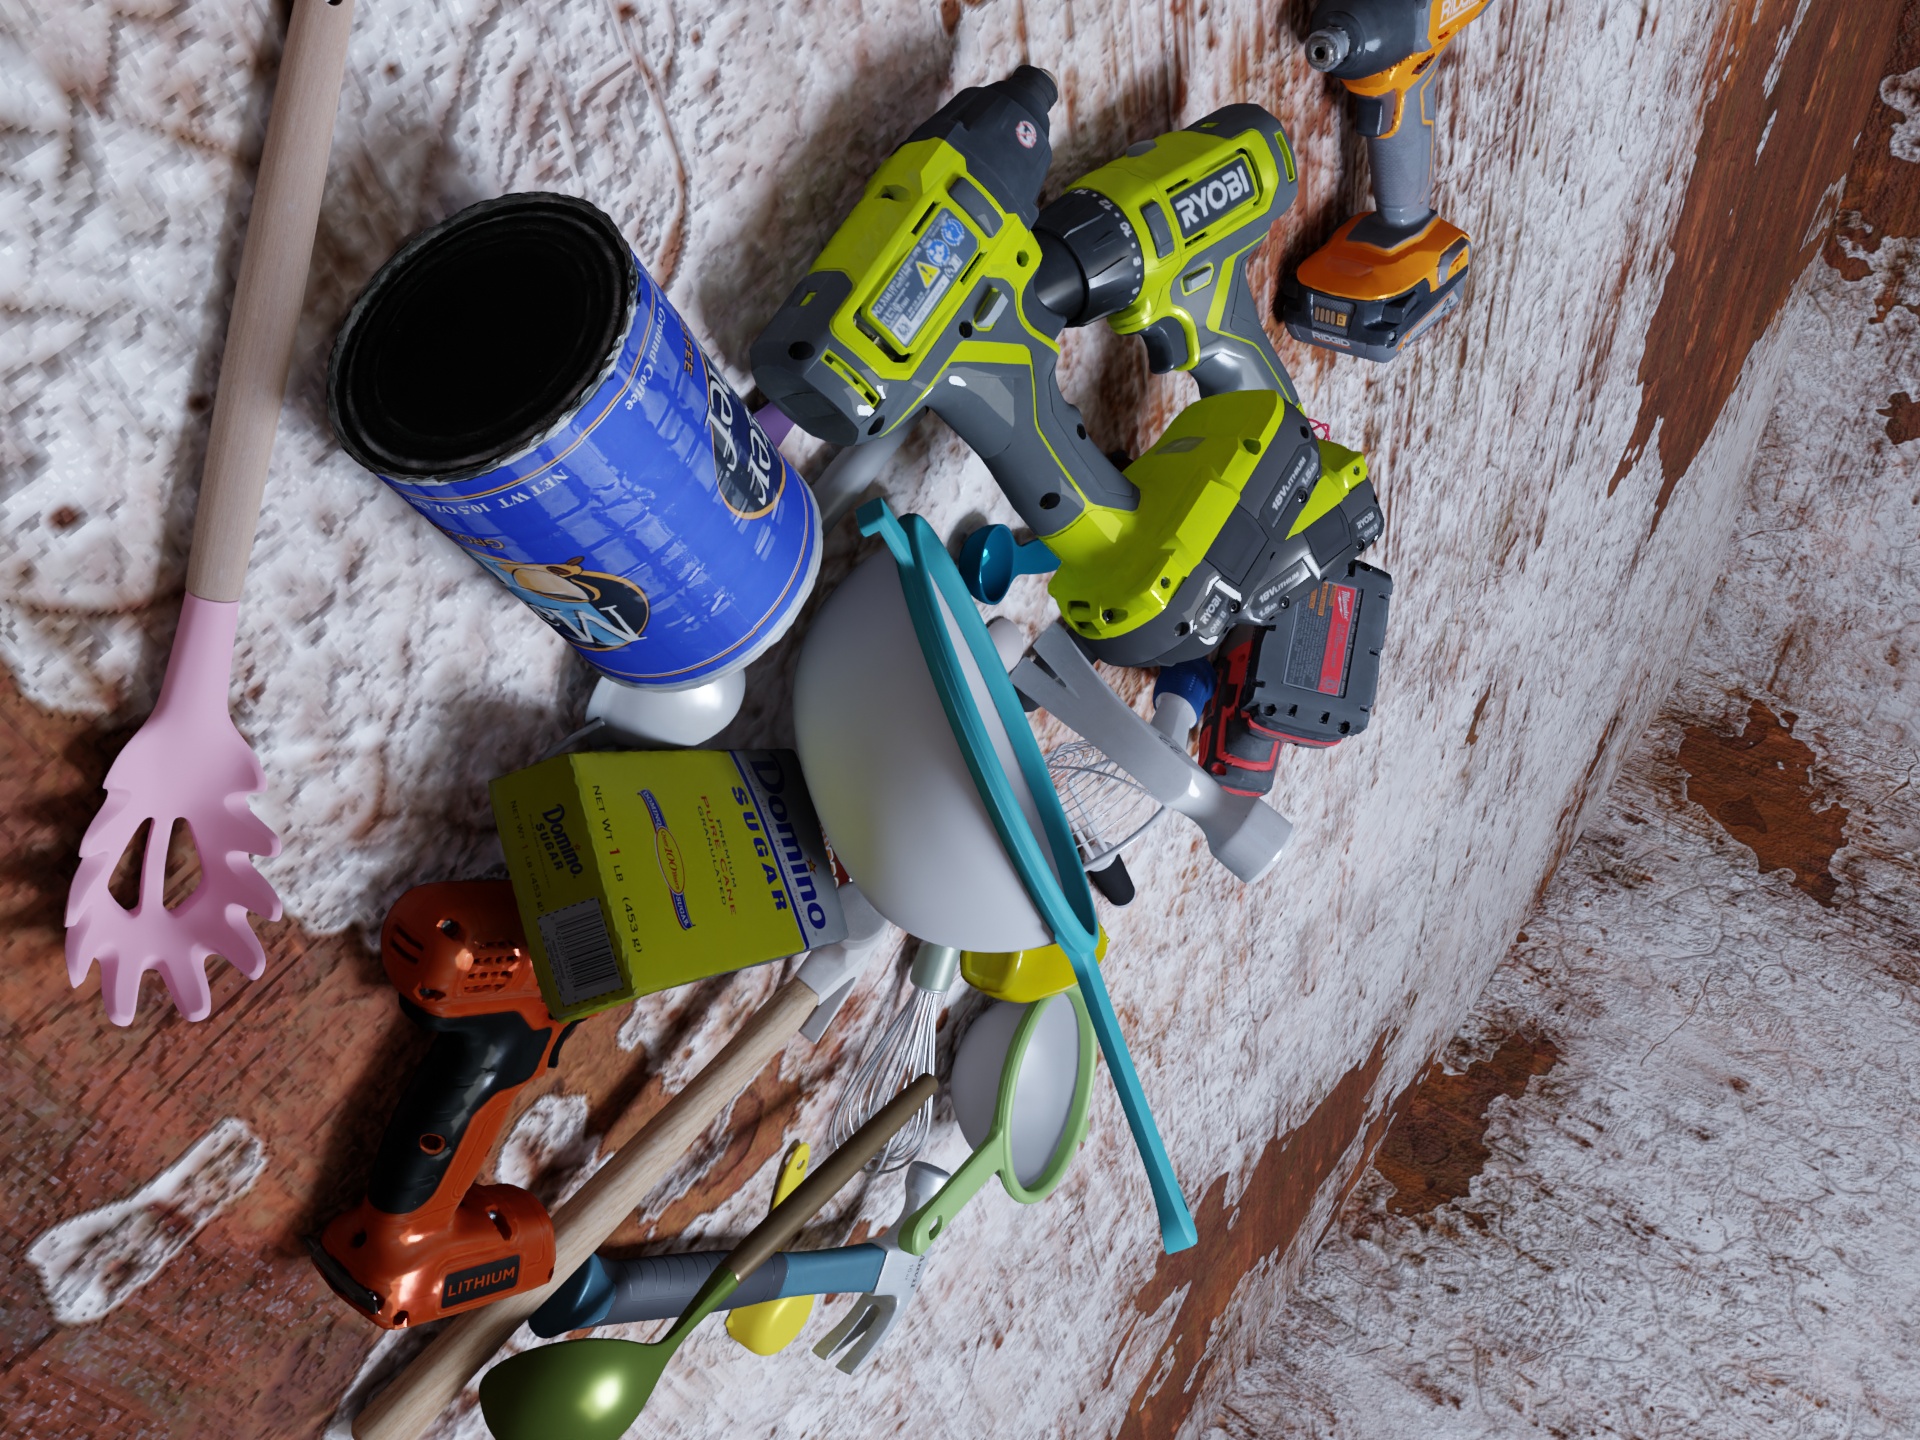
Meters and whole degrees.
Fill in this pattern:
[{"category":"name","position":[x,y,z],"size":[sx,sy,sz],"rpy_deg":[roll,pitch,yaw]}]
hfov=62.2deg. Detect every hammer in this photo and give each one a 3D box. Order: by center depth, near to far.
[{"category":"hammer","position":[-0.154,0.213,0.764],"size":[0.331,0.031,0.130],"rpy_deg":[-45,170,-19]},{"category":"hammer","position":[0.116,-0.009,0.888],"size":[0.035,0.144,0.405],"rpy_deg":[-51,177,12]},{"category":"hammer","position":[-0.116,0.317,0.911],"size":[0.330,0.033,0.128],"rpy_deg":[24,83,-56]}]

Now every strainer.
[{"category":"strainer","position":[-0.076,-0.066,0.672],"size":[0.258,0.050,0.086],"rpy_deg":[-54,167,-22]},{"category":"strainer","position":[0.003,0.080,0.706],"size":[0.095,0.340,0.211],"rpy_deg":[-21,172,7]},{"category":"strainer","position":[0.010,0.263,1.040],"size":[0.256,0.069,0.151],"rpy_deg":[-33,125,-55]}]

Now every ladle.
[{"category":"ladle","position":[-0.113,0.263,0.826],"size":[0.320,0.062,0.078],"rpy_deg":[-34,161,-50]}]

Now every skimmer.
[{"category":"skimmer","position":[0.093,0.095,1.005],"size":[0.127,0.090,0.363],"rpy_deg":[-31,157,1]}]

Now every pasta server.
[{"category":"pasta server","position":[-0.209,-0.060,0.459],"size":[0.060,0.040,0.316],"rpy_deg":[5,110,-41]}]

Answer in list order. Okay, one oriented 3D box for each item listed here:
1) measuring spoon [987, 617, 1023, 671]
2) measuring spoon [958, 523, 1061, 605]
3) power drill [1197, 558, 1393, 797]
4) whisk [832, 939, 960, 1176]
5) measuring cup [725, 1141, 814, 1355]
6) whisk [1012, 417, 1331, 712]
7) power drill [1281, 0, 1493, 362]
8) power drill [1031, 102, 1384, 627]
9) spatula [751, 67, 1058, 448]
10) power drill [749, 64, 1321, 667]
[{"category":"measuring spoon","position":[-0.001,-0.003,0.871],"size":[0.124,0.018,0.034],"rpy_deg":[-54,151,-13]},{"category":"measuring spoon","position":[0.029,-0.088,0.856],"size":[0.128,0.021,0.042],"rpy_deg":[-22,118,-63]},{"category":"power drill","position":[0.214,-0.034,1.072],"size":[0.219,0.078,0.143],"rpy_deg":[107,-4,-77]},{"category":"whisk","position":[-0.022,0.166,0.961],"size":[0.058,0.059,0.246],"rpy_deg":[-105,-148,-77]},{"category":"measuring cup","position":[-0.104,0.325,0.973],"size":[0.062,0.029,0.156],"rpy_deg":[-20,132,-52]},{"category":"whisk","position":[0.134,-0.098,0.975],"size":[0.296,0.073,0.073],"rpy_deg":[-41,146,-23]},{"category":"power drill","position":[0.246,-0.333,0.933],"size":[0.164,0.084,0.226],"rpy_deg":[-40,140,-34]},{"category":"power drill","position":[0.109,-0.163,0.782],"size":[0.190,0.080,0.228],"rpy_deg":[-36,115,-26]},{"category":"spatula","position":[-0.052,-0.156,0.654],"size":[0.316,0.018,0.059],"rpy_deg":[-54,157,-14]},{"category":"power drill","position":[0.043,-0.141,0.659],"size":[0.223,0.080,0.171],"rpy_deg":[40,75,-28]}]
